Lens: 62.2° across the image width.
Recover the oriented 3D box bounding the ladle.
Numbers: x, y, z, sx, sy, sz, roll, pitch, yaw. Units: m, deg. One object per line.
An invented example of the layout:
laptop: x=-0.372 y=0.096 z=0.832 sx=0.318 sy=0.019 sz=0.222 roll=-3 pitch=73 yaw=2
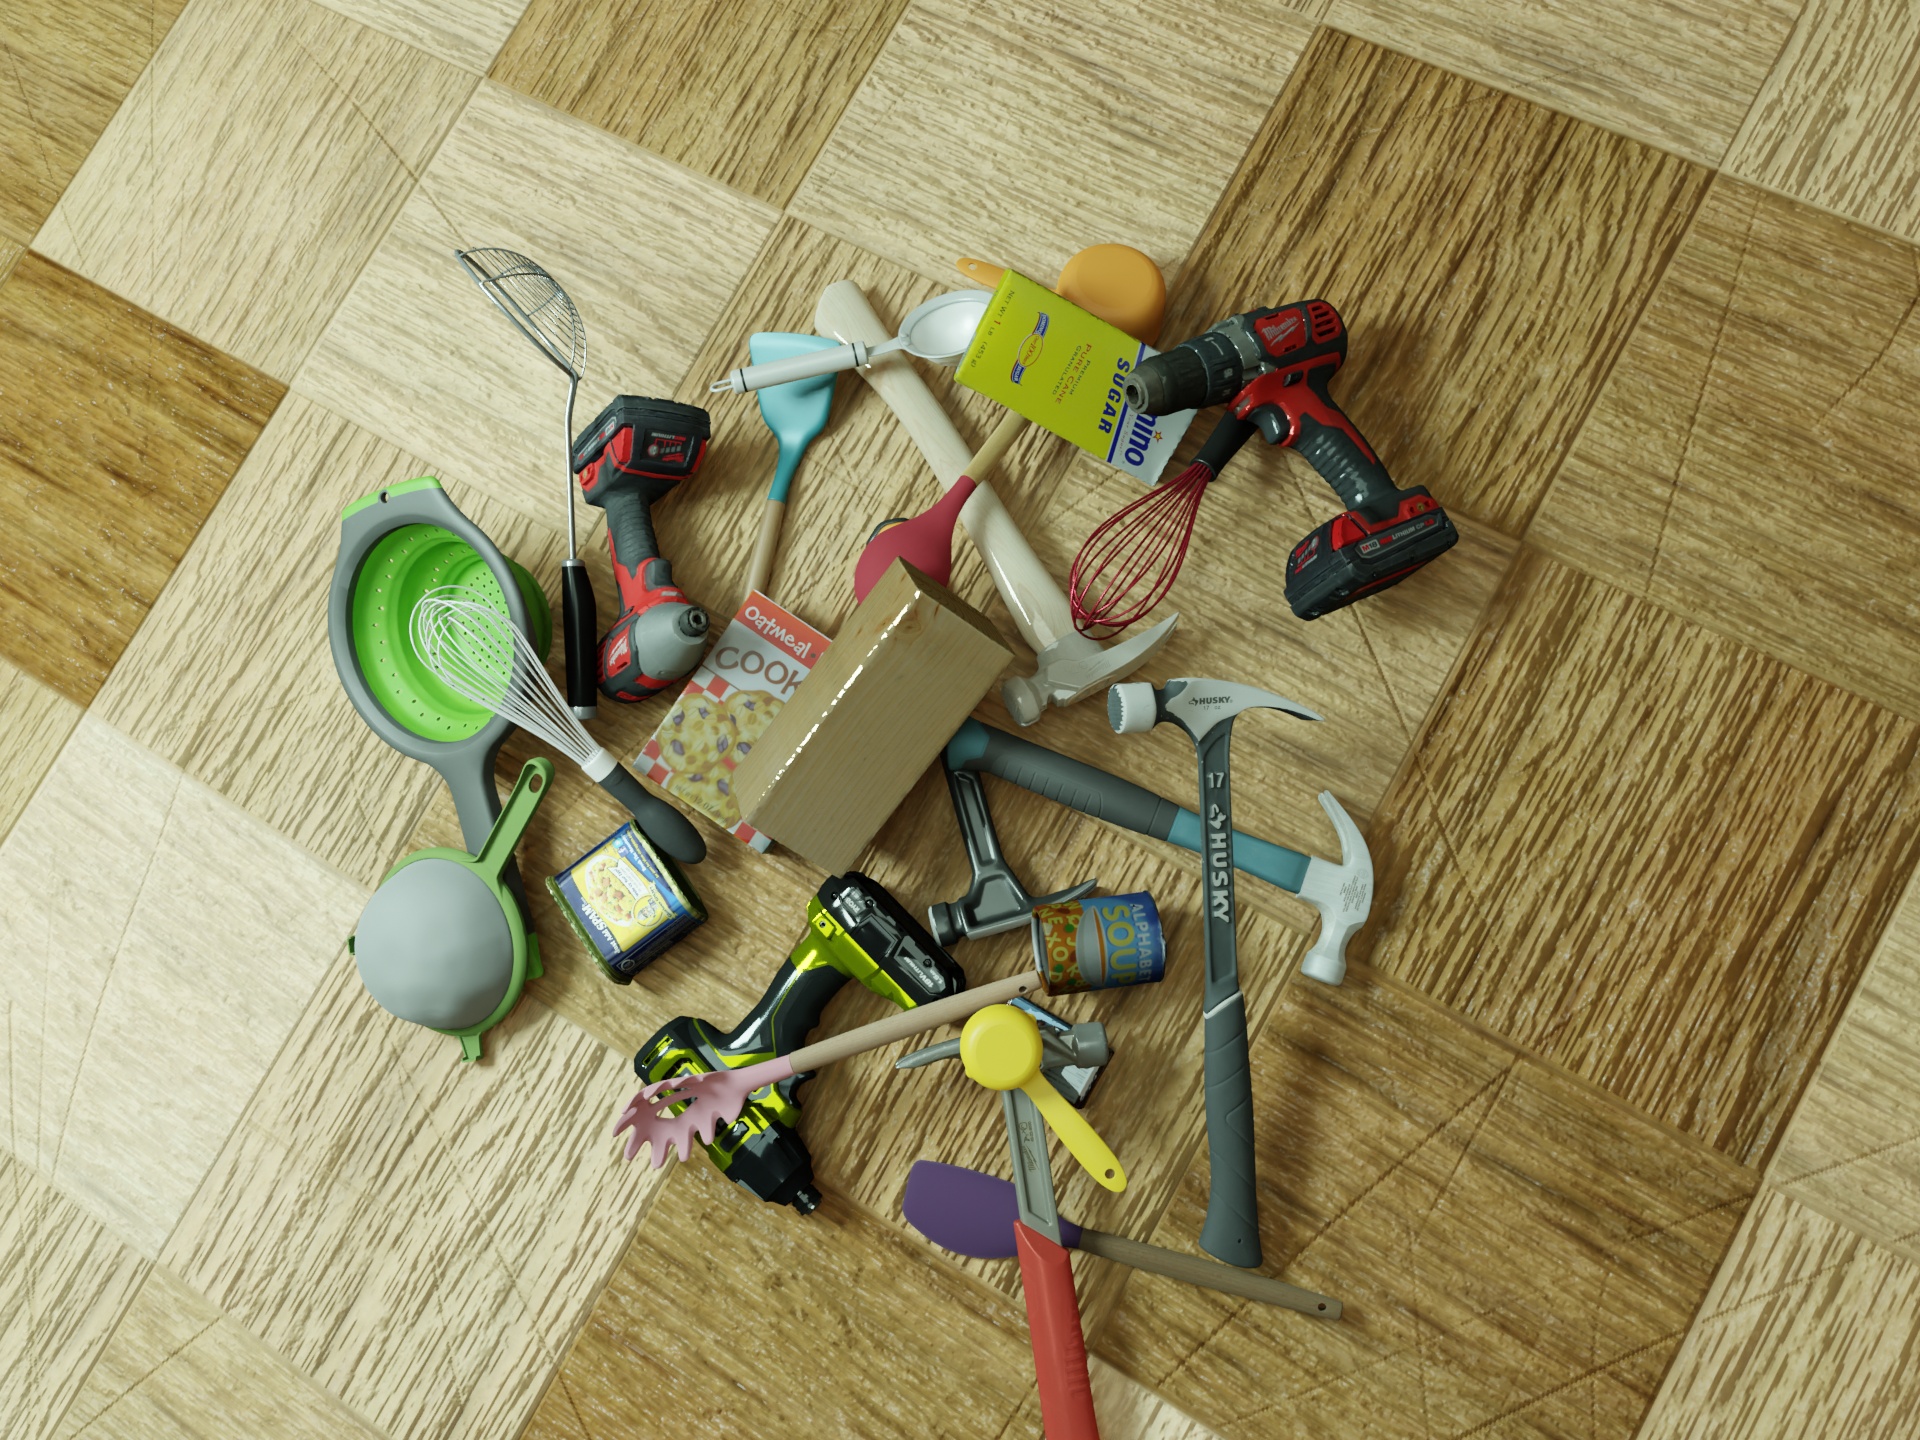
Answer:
ladle: x=0.022 y=-0.200 z=1.224 sx=0.069 sy=0.031 sz=0.315 roll=33 pitch=69 yaw=9

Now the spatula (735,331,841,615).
spatula: x=-0.160 y=-0.155 z=1.279 sx=0.082 sy=0.044 sz=0.317 roll=9 pitch=81 yaw=16

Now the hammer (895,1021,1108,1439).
hammer: x=0.052 y=0.394 z=1.095 sx=0.149 sy=0.036 sz=0.359 roll=-8 pitch=84 yaw=-3

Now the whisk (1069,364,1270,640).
whisk: x=0.171 y=-0.174 z=1.189 sx=0.073 sy=0.073 sz=0.296 roll=33 pitch=69 yaw=16

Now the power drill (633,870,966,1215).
power drill: x=-0.108 y=0.236 z=1.169 sx=0.171 sy=0.080 sz=0.223 roll=44 pitch=92 yaw=11

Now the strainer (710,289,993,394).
strainer: x=-0.071 y=-0.290 z=1.252 sx=0.258 sy=0.050 sz=0.087 roll=-13 pitch=45 yaw=-1

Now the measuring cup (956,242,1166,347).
measuring cup: x=0.079 y=-0.346 z=1.252 sx=0.173 sy=0.052 sz=0.095 roll=21 pitch=67 yaw=5

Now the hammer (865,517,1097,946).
hammer: x=-0.002 y=-0.004 z=1.217 sx=0.127 sy=0.034 sz=0.337 roll=-17 pitch=74 yaw=1

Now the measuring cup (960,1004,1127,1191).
measuring cup: x=0.061 y=0.260 z=1.079 sx=0.062 sy=0.029 sz=0.156 roll=-41 pitch=87 yaw=-3

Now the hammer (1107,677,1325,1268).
hammer: x=0.184 y=0.174 z=1.096 sx=0.149 sy=0.036 sz=0.409 roll=-3 pitch=92 yaw=-13

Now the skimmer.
skimmer: x=-0.331 y=-0.181 z=1.228 sx=0.090 sy=0.127 sz=0.363 roll=-2 pitch=94 yaw=-1

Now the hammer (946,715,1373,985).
hammer: x=0.140 y=0.071 z=1.153 sx=0.331 sy=0.033 sz=0.128 roll=22 pitch=81 yaw=5

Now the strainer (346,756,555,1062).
strainer: x=-0.383 y=0.135 z=1.200 sx=0.151 sy=0.069 sz=0.256 roll=39 pitch=110 yaw=15

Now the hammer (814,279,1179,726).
hammer: x=0.009 y=-0.194 z=1.253 sx=0.146 sy=0.038 sz=0.411 roll=-28 pitch=71 yaw=-10

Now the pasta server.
pasta server: x=-0.092 y=0.236 z=1.110 sx=0.316 sy=0.040 sz=0.060 roll=-20 pitch=113 yaw=6

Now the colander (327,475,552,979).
colander: x=-0.374 y=0.006 z=1.268 sx=0.204 sy=0.094 sz=0.397 roll=-13 pitch=94 yaw=28

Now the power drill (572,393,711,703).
power drill: x=-0.243 y=-0.134 z=1.244 sx=0.143 sy=0.078 sz=0.220 roll=-24 pitch=68 yaw=52

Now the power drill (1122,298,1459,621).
power drill: x=0.234 y=-0.191 z=1.148 sx=0.188 sy=0.080 sz=0.227 roll=-22 pitch=80 yaw=-26

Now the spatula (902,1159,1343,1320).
spatula: x=0.110 y=0.375 z=1.124 sx=0.316 sy=0.018 sz=0.060 roll=11 pitch=82 yaw=14

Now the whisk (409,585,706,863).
whisk: x=-0.291 y=0.012 z=1.174 sx=0.070 sy=0.070 sz=0.284 roll=-43 pitch=110 yaw=-1
